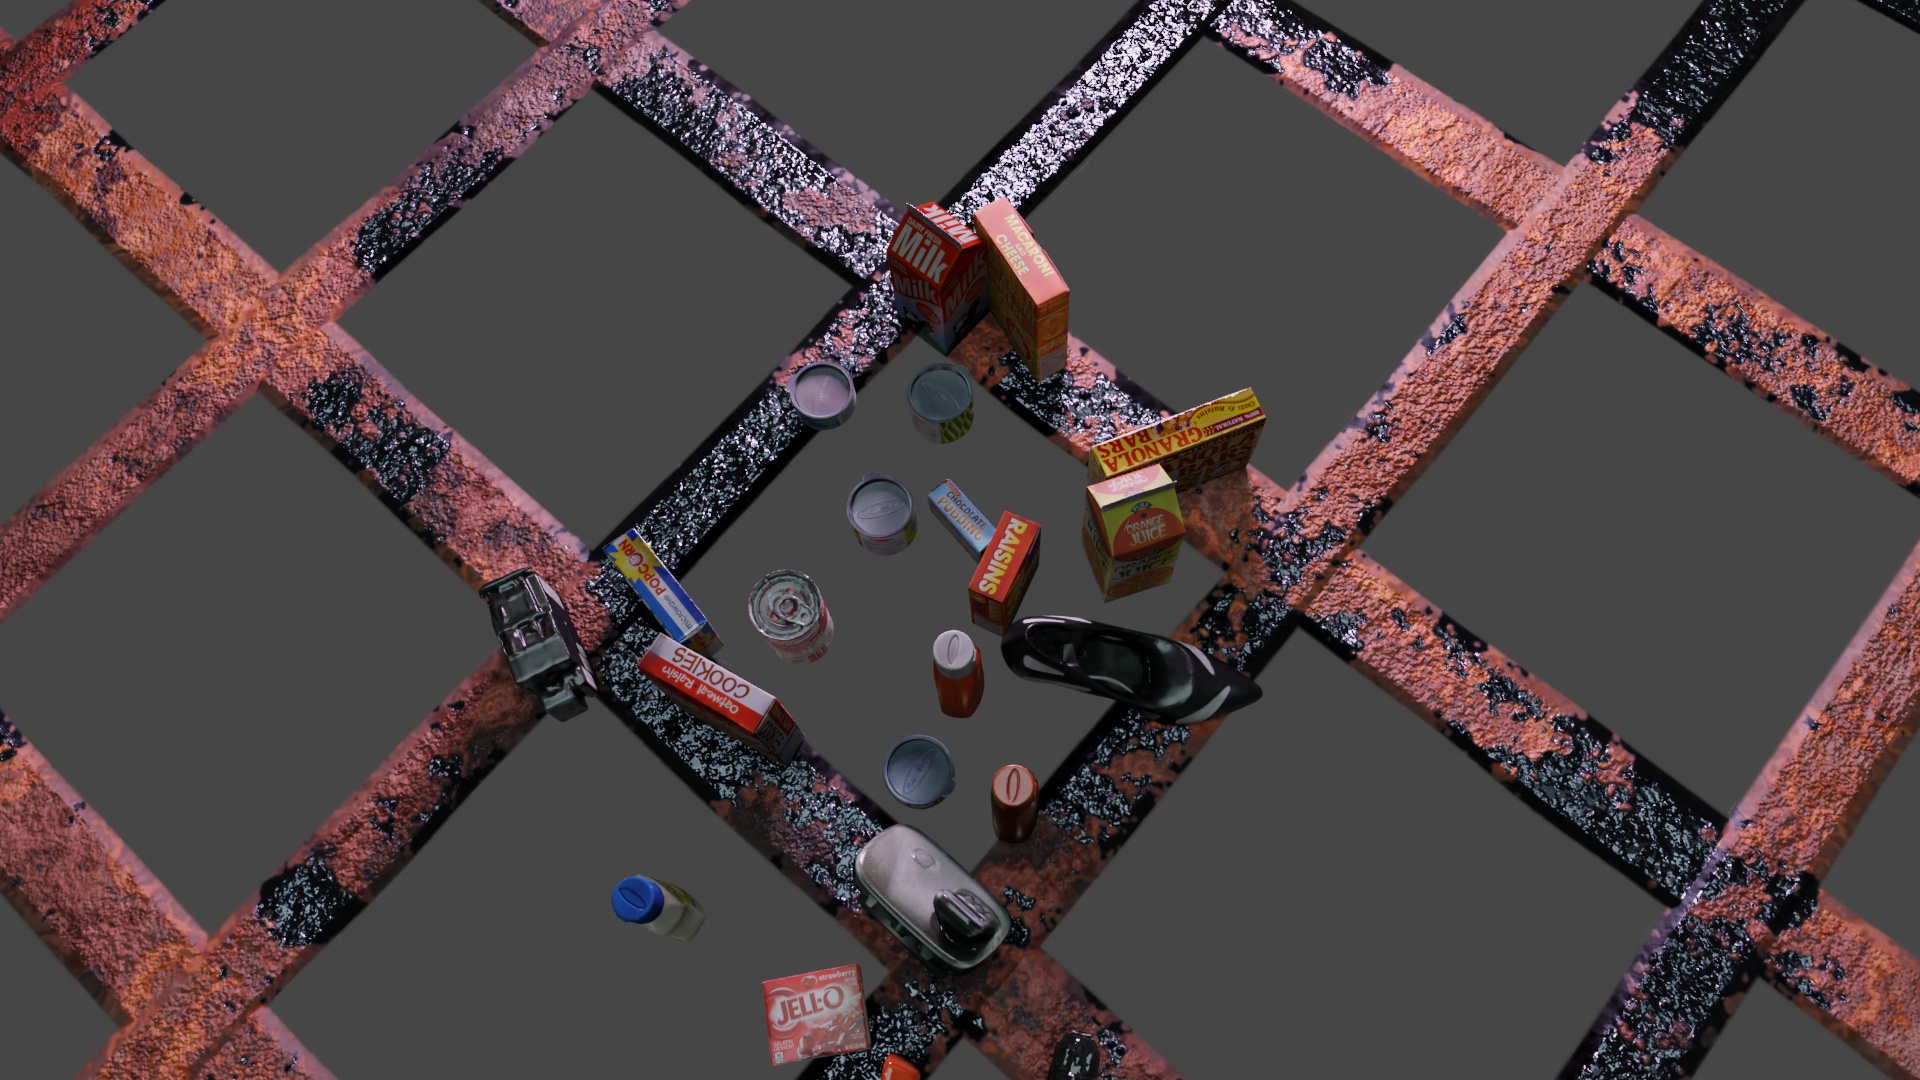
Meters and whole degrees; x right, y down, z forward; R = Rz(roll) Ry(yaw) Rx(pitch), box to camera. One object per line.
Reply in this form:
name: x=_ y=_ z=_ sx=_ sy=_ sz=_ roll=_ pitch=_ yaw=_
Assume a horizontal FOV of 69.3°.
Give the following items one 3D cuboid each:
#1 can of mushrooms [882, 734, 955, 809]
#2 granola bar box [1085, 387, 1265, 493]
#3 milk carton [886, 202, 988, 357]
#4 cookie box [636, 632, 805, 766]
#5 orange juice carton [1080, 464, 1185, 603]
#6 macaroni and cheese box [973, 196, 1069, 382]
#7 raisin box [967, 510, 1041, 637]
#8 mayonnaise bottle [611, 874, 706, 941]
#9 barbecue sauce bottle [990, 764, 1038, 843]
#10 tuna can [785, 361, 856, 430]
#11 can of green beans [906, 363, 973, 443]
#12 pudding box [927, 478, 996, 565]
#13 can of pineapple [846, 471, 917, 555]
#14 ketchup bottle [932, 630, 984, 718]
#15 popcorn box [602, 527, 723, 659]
can of mushrooms: x=-0.037 y=0.220 z=1.307 sx=0.071 sy=0.033 sz=0.071 roll=-1 pitch=70 yaw=2
granola bar box: x=0.207 y=-0.081 z=1.356 sx=0.166 sy=0.124 sz=0.039 roll=-21 pitch=71 yaw=-5
milk carton: x=-0.022 y=-0.270 z=1.399 sx=0.072 sy=0.190 sz=0.073 roll=39 pitch=77 yaw=14
cookie box: x=-0.216 y=0.149 z=1.269 sx=0.123 sy=0.167 sz=0.040 roll=27 pitch=74 yaw=11
orange juice carton: x=0.160 y=-0.010 z=1.297 sx=0.072 sy=0.192 sz=0.073 roll=-18 pitch=71 yaw=-3
macaroni and cheese box: x=0.062 y=-0.251 z=1.401 sx=0.040 sy=0.166 sz=0.124 roll=-29 pitch=72 yaw=-7
raisin box: x=0.043 y=0.034 z=1.323 sx=0.040 sy=0.123 sz=0.086 roll=24 pitch=73 yaw=10
mayonnaise bottle: x=-0.268 y=0.321 z=1.220 sx=0.065 sy=0.147 sz=0.041 roll=32 pitch=75 yaw=13
barbecue sauce bottle: x=0.048 y=0.230 z=1.239 sx=0.044 sy=0.148 sz=0.065 roll=6 pitch=71 yaw=5
tuna can: x=-0.145 y=-0.151 z=1.445 sx=0.071 sy=0.032 sz=0.071 roll=-1 pitch=70 yaw=2
can of green beans: x=-0.020 y=-0.140 z=1.422 sx=0.071 sy=0.057 sz=0.071 roll=-1 pitch=70 yaw=2
pudding box: x=0.005 y=-0.017 z=1.382 sx=0.030 sy=0.049 sz=0.084 roll=-39 pitch=73 yaw=-10
can of pineapple: x=-0.077 y=-0.026 z=1.384 sx=0.071 sy=0.057 sz=0.071 roll=-1 pitch=70 yaw=2
ketchup bottle: x=-0.002 y=0.119 z=1.280 sx=0.043 sy=0.148 sz=0.065 roll=8 pitch=71 yaw=5
popcorn box: x=-0.287 y=0.056 z=1.349 sx=0.038 sy=0.085 sz=0.127 roll=-39 pitch=73 yaw=-10
